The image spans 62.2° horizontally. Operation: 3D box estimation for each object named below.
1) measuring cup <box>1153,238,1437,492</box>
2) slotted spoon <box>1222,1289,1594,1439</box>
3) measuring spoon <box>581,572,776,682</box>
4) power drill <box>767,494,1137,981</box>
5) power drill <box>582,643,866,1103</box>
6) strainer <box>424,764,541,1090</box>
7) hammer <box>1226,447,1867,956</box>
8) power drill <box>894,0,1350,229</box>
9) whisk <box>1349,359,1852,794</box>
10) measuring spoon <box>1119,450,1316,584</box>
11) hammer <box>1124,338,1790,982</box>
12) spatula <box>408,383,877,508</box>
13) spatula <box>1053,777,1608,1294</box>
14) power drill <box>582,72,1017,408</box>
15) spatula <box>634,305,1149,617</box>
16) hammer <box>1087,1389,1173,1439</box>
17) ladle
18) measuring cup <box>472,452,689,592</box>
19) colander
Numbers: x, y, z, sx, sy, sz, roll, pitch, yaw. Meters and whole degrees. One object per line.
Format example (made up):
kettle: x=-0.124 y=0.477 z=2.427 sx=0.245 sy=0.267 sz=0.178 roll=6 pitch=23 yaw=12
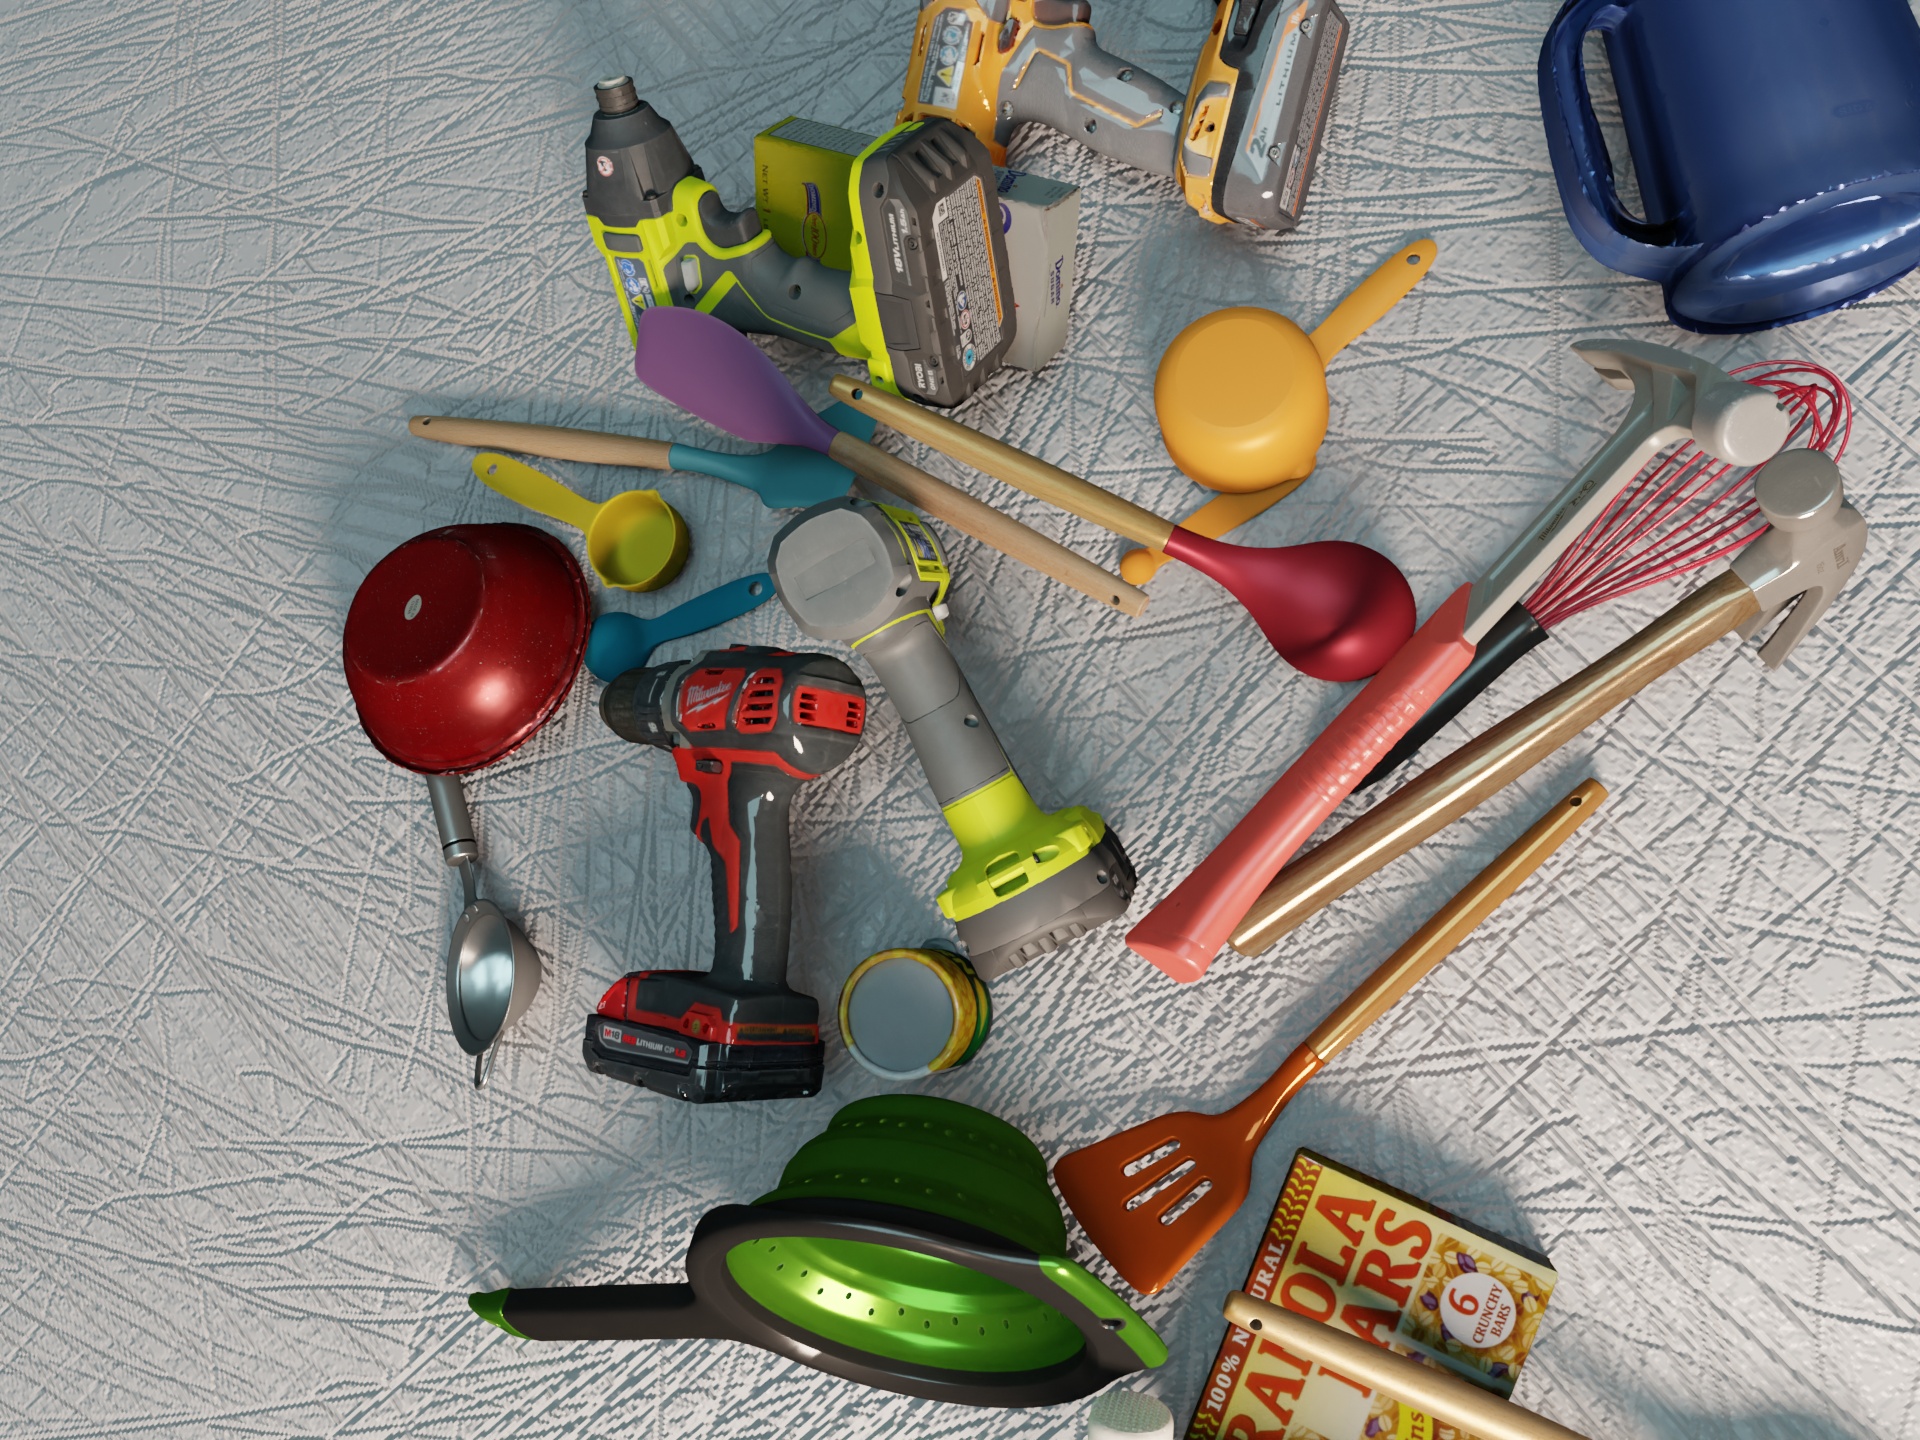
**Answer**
measuring cup: x=0.173 y=-0.194 z=0.805 sx=0.173 sy=0.052 sz=0.095 roll=-42 pitch=69 yaw=4
slotted spoon: x=0.262 y=0.312 z=0.684 sx=0.314 sy=0.031 sz=0.070 roll=22 pitch=106 yaw=5
measuring spoon: x=-0.162 y=-0.058 z=0.902 sx=0.128 sy=0.021 sz=0.042 roll=-21 pitch=76 yaw=15
power drill: x=-0.001 y=-0.002 z=0.778 sx=0.080 sy=0.190 sz=0.228 roll=-28 pitch=89 yaw=10
power drill: x=-0.136 y=0.072 z=0.831 sx=0.188 sy=0.080 sz=0.227 roll=2 pitch=84 yaw=44
strainer: x=-0.281 y=0.082 z=0.908 sx=0.087 sy=0.050 sz=0.259 roll=-37 pitch=64 yaw=40
hammer: x=0.258 y=0.010 z=0.731 sx=0.331 sy=0.130 sz=0.031 roll=-38 pitch=56 yaw=19
power drill: x=0.081 y=-0.360 z=0.827 sx=0.226 sy=0.084 sz=0.185 roll=18 pitch=106 yaw=20
whisk: x=0.287 y=-0.061 z=0.754 sx=0.296 sy=0.073 sz=0.073 roll=-41 pitch=73 yaw=14
measuring spoon: x=0.133 y=-0.107 z=0.827 sx=0.117 sy=0.011 sz=0.021 roll=-32 pitch=74 yaw=10
hammer: x=0.204 y=-0.022 z=0.729 sx=0.036 sy=0.149 sz=0.359 roll=37 pitch=102 yaw=-18
spatula: x=-0.191 y=-0.163 z=0.916 sx=0.317 sy=0.044 sz=0.082 roll=9 pitch=65 yaw=19
spatula: x=0.184 y=0.140 z=0.759 sx=0.322 sy=0.041 sz=0.081 roll=-45 pitch=52 yaw=4
power drill: x=-0.092 y=-0.244 z=0.821 sx=0.223 sy=0.171 sz=0.080 roll=13 pitch=44 yaw=28
spatula: x=-0.042 y=-0.132 z=0.814 sx=0.316 sy=0.018 sz=0.059 roll=30 pitch=129 yaw=15
hammer: x=0.253 y=0.387 z=0.666 sx=0.410 sy=0.038 sz=0.146 roll=4 pitch=95 yaw=12
ladle: x=0.079 y=-0.102 z=0.784 sx=0.315 sy=0.031 sz=0.069 roll=25 pitch=99 yaw=2
measuring cup: x=-0.223 y=-0.122 z=0.930 sx=0.157 sy=0.029 sz=0.062 roll=27 pitch=90 yaw=23
colander: x=-0.088 y=0.258 z=0.794 sx=0.397 sy=0.204 sz=0.095 roll=-13 pitch=43 yaw=30
